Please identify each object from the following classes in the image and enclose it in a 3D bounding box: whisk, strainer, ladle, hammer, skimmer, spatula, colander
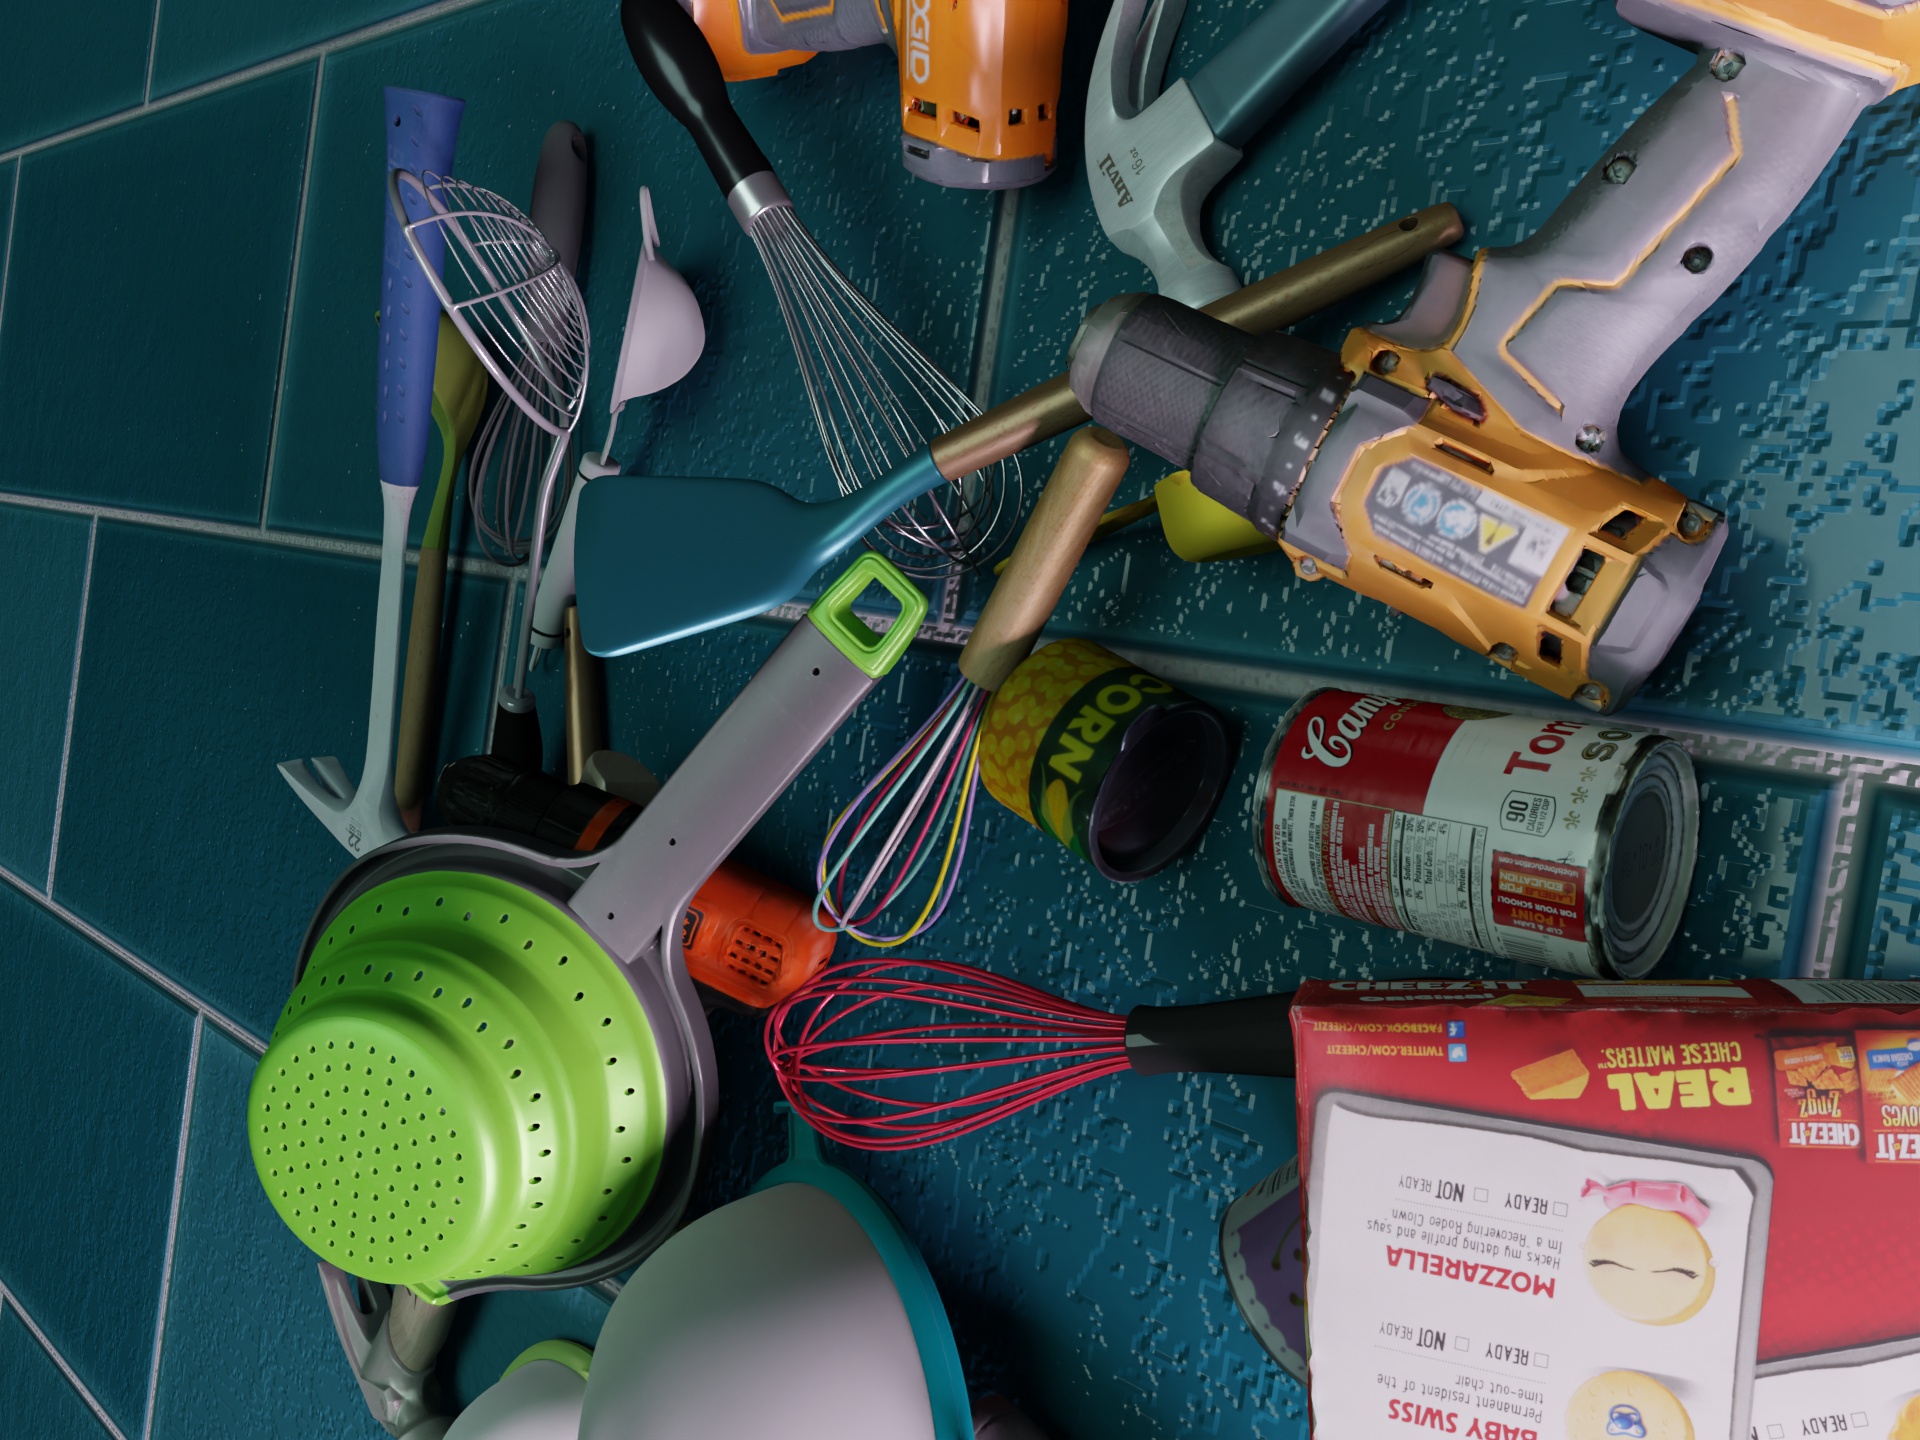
[{"bbox_3d":[-0.063,-0.176,0.626,0.070,0.070,0.285,-37,77,35],"label":"whisk"},{"bbox_3d":[-0.172,-0.130,0.780,0.087,0.050,0.258,-97,30,-59],"label":"strainer"},{"bbox_3d":[-0.311,-0.072,0.895,0.078,0.062,0.320,21,104,64],"label":"ladle"},{"bbox_3d":[-0.185,0.331,0.728,0.152,0.069,0.256,43,116,37],"label":"strainer"},{"bbox_3d":[-0.239,0.189,0.799,0.146,0.038,0.410,44,118,39],"label":"hammer"},{"bbox_3d":[-0.234,-0.068,0.753,0.127,0.090,0.363,-115,34,-59],"label":"skimmer"},{"bbox_3d":[-0.110,0.328,0.620,0.211,0.095,0.340,53,127,46],"label":"strainer"},{"bbox_3d":[-0.181,0.099,0.781,0.060,0.018,0.316,-13,78,45],"label":"spatula"},{"bbox_3d":[0.046,0.111,0.544,0.296,0.073,0.073,-11,79,35],"label":"whisk"},{"bbox_3d":[0.011,-0.103,0.535,0.317,0.044,0.082,-22,55,18],"label":"spatula"},{"bbox_3d":[-0.220,-0.198,0.827,0.055,0.055,0.239,0,83,43],"label":"whisk"},{"bbox_3d":[0.163,-0.264,0.481,0.331,0.033,0.128,-38,63,34],"label":"hammer"},{"bbox_3d":[-0.298,-0.115,0.831,0.144,0.035,0.405,23,111,36],"label":"hammer"},{"bbox_3d":[-0.003,-0.003,0.577,0.244,0.051,0.047,-63,40,35],"label":"whisk"},{"bbox_3d":[-0.155,0.093,0.599,0.204,0.094,0.397,44,110,6],"label":"colander"}]

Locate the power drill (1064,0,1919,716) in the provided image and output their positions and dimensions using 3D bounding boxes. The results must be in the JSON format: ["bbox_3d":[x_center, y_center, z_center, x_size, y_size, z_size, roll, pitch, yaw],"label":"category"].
[{"bbox_3d":[0.145,-0.138,0.422,0.185,0.084,0.226,29,109,16],"label":"power drill"}]

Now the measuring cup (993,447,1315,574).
[{"bbox_3d":[0.064,-0.060,0.551,0.156,0.062,0.029,-16,85,52],"label":"measuring cup"}]

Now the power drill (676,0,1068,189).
[{"bbox_3d":[-0.043,-0.314,0.616,0.227,0.084,0.164,36,137,39],"label":"power drill"}]
